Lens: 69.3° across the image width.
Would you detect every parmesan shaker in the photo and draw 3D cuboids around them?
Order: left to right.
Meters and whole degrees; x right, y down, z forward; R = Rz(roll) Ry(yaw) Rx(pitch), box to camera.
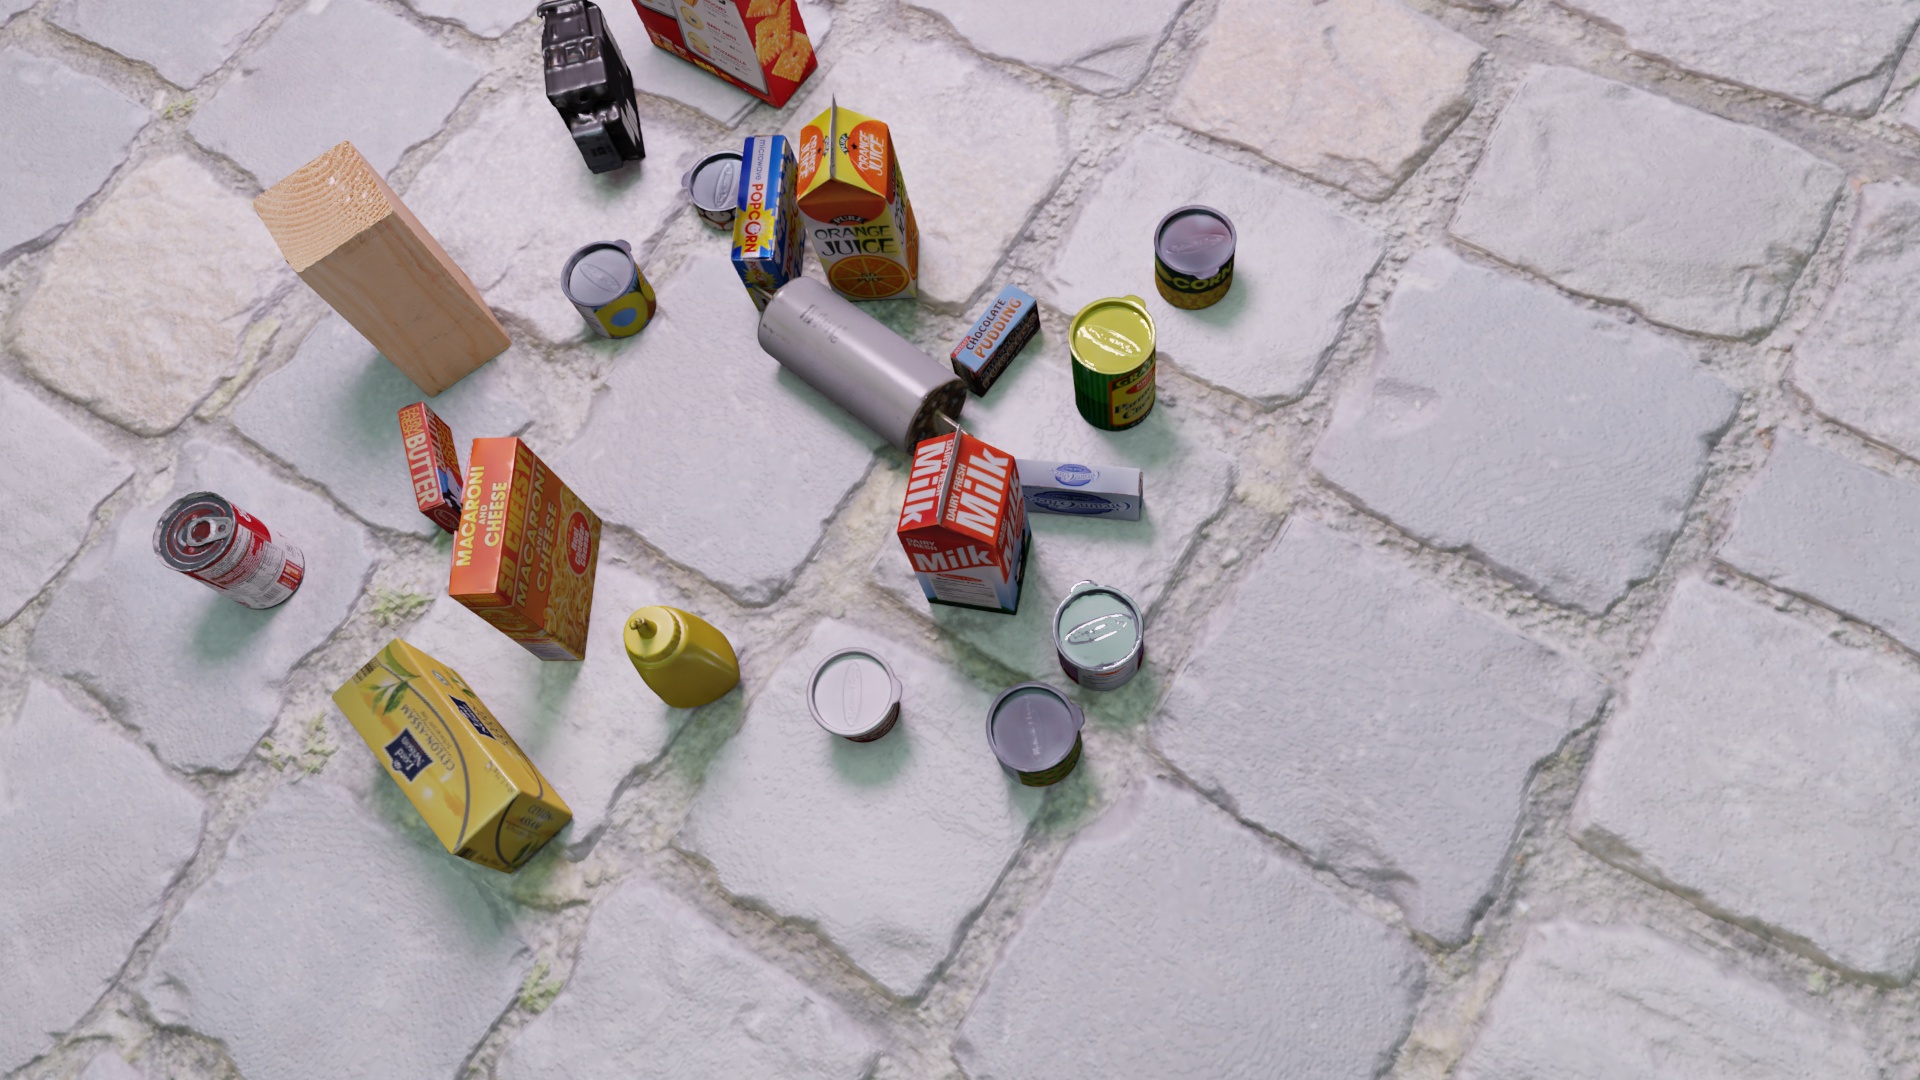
[{"bbox_3d":[0.122,-0.138,1.091,0.071,0.102,0.071,-3,68,7],"label":"parmesan shaker"}]

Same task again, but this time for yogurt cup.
[{"bbox_3d":[-0.077,0.119,1.042,0.072,0.053,0.072,-3,68,7],"label":"yogurt cup"}]

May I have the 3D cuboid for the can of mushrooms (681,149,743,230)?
[{"bbox_3d":[-0.212,-0.314,1.246,0.071,0.033,0.071,-3,68,7],"label":"can of mushrooms"}]

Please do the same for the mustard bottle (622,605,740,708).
[{"bbox_3d":[-0.211,0.080,1.019,0.065,0.159,0.049,-27,68,-3],"label":"mustard bottle"}]

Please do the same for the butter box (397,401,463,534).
[{"bbox_3d":[-0.441,-0.061,1.166,0.024,0.053,0.104,-21,67,-1],"label":"butter box"}]

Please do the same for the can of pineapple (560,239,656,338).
[{"bbox_3d":[-0.303,-0.218,1.207,0.071,0.057,0.071,-3,68,7],"label":"can of pineapple"}]

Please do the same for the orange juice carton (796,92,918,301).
[{"bbox_3d":[-0.084,-0.274,1.126,0.073,0.192,0.072,-2,69,7],"label":"orange juice carton"}]

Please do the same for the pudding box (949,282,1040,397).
[{"bbox_3d":[0.029,-0.165,1.144,0.030,0.049,0.084,35,77,19],"label":"pudding box"}]

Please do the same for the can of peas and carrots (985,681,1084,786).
[{"bbox_3d":[0.057,0.141,1.012,0.071,0.058,0.071,-3,68,7],"label":"can of peas and carrots"}]

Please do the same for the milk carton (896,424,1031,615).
[{"bbox_3d":[0.004,-0.013,1.010,0.073,0.190,0.072,8,70,11],"label":"milk carton"}]

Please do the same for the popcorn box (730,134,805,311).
[{"bbox_3d":[-0.162,-0.272,1.194,0.038,0.085,0.127,-1,68,8],"label":"popcorn box"}]

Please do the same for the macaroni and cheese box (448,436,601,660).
[{"bbox_3d":[-0.329,0.011,1.060,0.040,0.166,0.124,-2,68,7],"label":"macaroni and cheese box"}]

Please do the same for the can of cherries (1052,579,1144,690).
[{"bbox_3d":[0.103,0.071,1.034,0.071,0.058,0.072,-3,68,7],"label":"can of cherries"}]

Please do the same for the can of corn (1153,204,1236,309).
[{"bbox_3d":[0.193,-0.230,1.142,0.071,0.058,0.071,-3,68,7],"label":"can of corn"}]

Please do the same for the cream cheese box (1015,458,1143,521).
[{"bbox_3d":[0.090,-0.039,1.082,0.104,0.053,0.024,5,70,10],"label":"cream cheese box"}]
